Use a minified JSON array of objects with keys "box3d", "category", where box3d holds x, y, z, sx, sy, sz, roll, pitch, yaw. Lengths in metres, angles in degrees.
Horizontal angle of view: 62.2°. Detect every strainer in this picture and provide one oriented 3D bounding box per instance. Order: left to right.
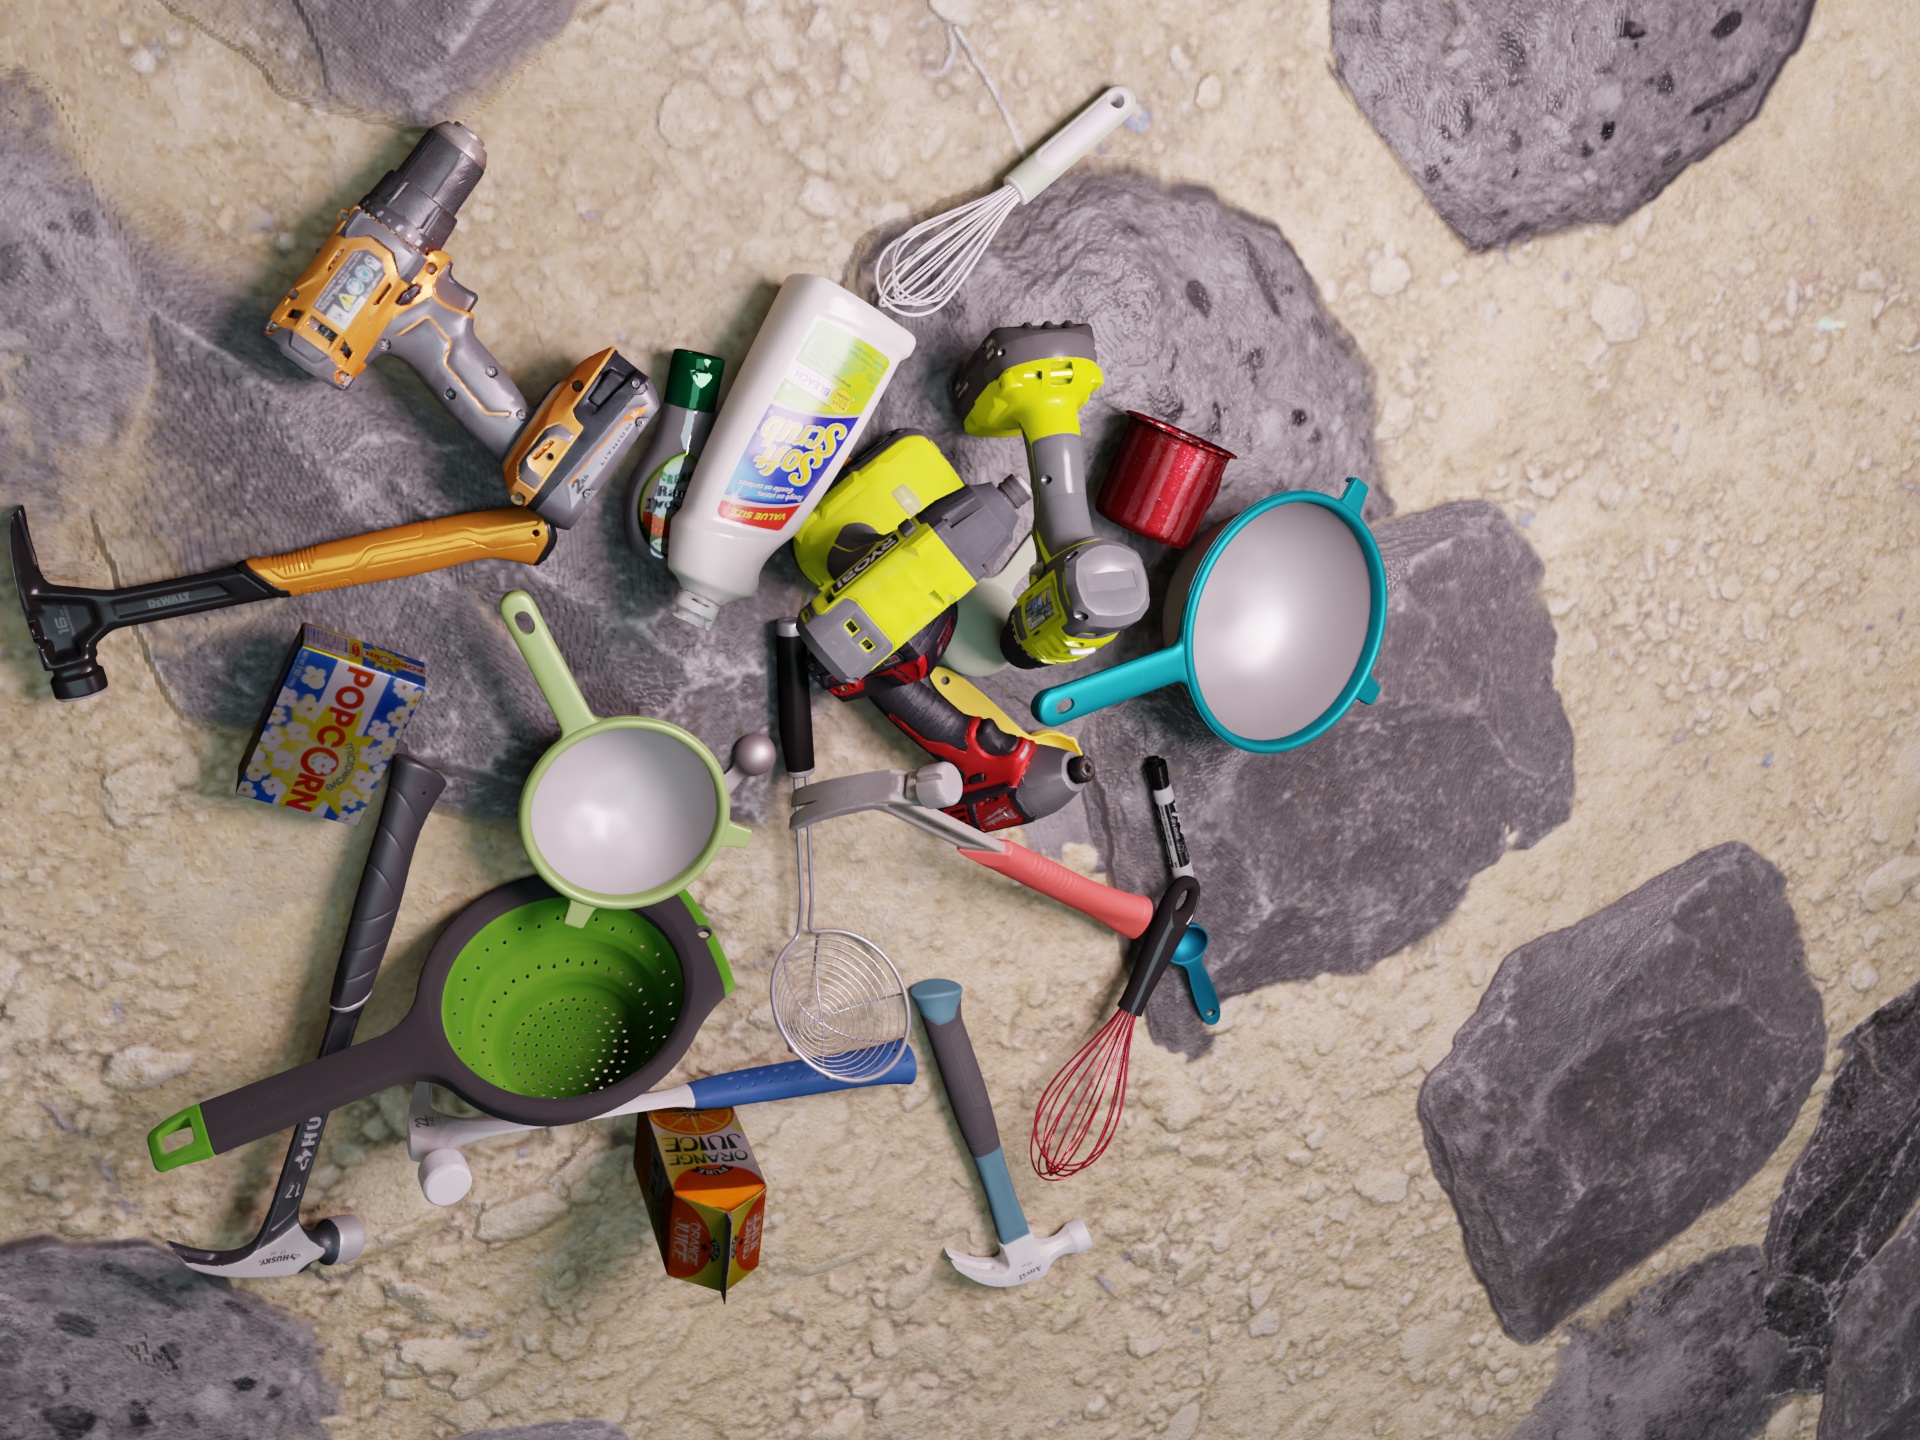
[{"box3d":[-0.269,0.014,1.152,0.151,0.069,0.256,-26,114,-8],"category":"strainer"},{"box3d":[0.183,-0.066,1.259,0.340,0.095,0.211,-20,113,-25],"category":"strainer"}]

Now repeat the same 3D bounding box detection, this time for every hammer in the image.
[{"box3d":[-0.442,-0.108,1.065,0.337,0.034,0.127,-13,113,-16],"category":"hammer"},{"box3d":[-0.452,0.218,1.150,0.149,0.036,0.409,9,102,-55],"category":"hammer"},{"box3d":[-0.226,0.293,1.251,0.405,0.144,0.035,-2,111,-29],"category":"hammer"},{"box3d":[0.020,0.365,1.400,0.128,0.033,0.330,-22,114,-13],"category":"hammer"},{"box3d":[0.034,0.112,1.261,0.358,0.149,0.037,30,57,-45],"category":"hammer"}]

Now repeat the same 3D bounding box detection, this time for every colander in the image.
[{"box3d":[-0.361,0.244,1.143,0.397,0.205,0.094,-19,145,-24],"category":"colander"}]

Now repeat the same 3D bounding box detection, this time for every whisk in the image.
[{"box3d":[0.034,-0.377,1.144,0.246,0.059,0.058,-42,89,-7],"category":"whisk"},{"box3d":[0.138,0.269,1.380,0.073,0.073,0.296,23,94,-26],"category":"whisk"}]

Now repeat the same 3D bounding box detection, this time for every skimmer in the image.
[{"box3d":[-0.101,0.102,1.233,0.127,0.090,0.363,-19,114,-43],"category":"skimmer"}]

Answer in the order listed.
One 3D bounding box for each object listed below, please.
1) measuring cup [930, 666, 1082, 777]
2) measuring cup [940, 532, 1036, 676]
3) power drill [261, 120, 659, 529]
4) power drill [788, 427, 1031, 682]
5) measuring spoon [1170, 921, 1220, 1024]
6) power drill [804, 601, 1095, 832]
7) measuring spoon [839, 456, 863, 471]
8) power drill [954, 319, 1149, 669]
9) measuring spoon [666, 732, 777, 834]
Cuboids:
[{"box3d":[0.034,0.005,1.291,0.156,0.029,0.062,39,92,-15],"category":"measuring cup"},{"box3d":[0.043,-0.105,1.242,0.083,0.038,0.167,38,94,-27],"category":"measuring cup"},{"box3d":[-0.305,-0.255,1.037,0.226,0.084,0.185,36,91,-18],"category":"power drill"},{"box3d":[-0.040,-0.125,1.092,0.171,0.223,0.080,-39,113,4],"category":"power drill"},{"box3d":[0.211,0.227,1.436,0.042,0.021,0.128,-25,124,-3],"category":"measuring spoon"},{"box3d":[-0.002,-0.004,1.207,0.219,0.143,0.079,50,45,-26],"category":"power drill"},{"box3d":[-0.058,-0.152,1.207,0.021,0.011,0.116,-34,113,2],"category":"measuring spoon"},{"box3d":[0.059,-0.152,1.149,0.080,0.190,0.228,-7,82,-18],"category":"power drill"},{"box3d":[-0.188,0.061,1.226,0.124,0.018,0.034,-47,117,1],"category":"measuring spoon"}]
